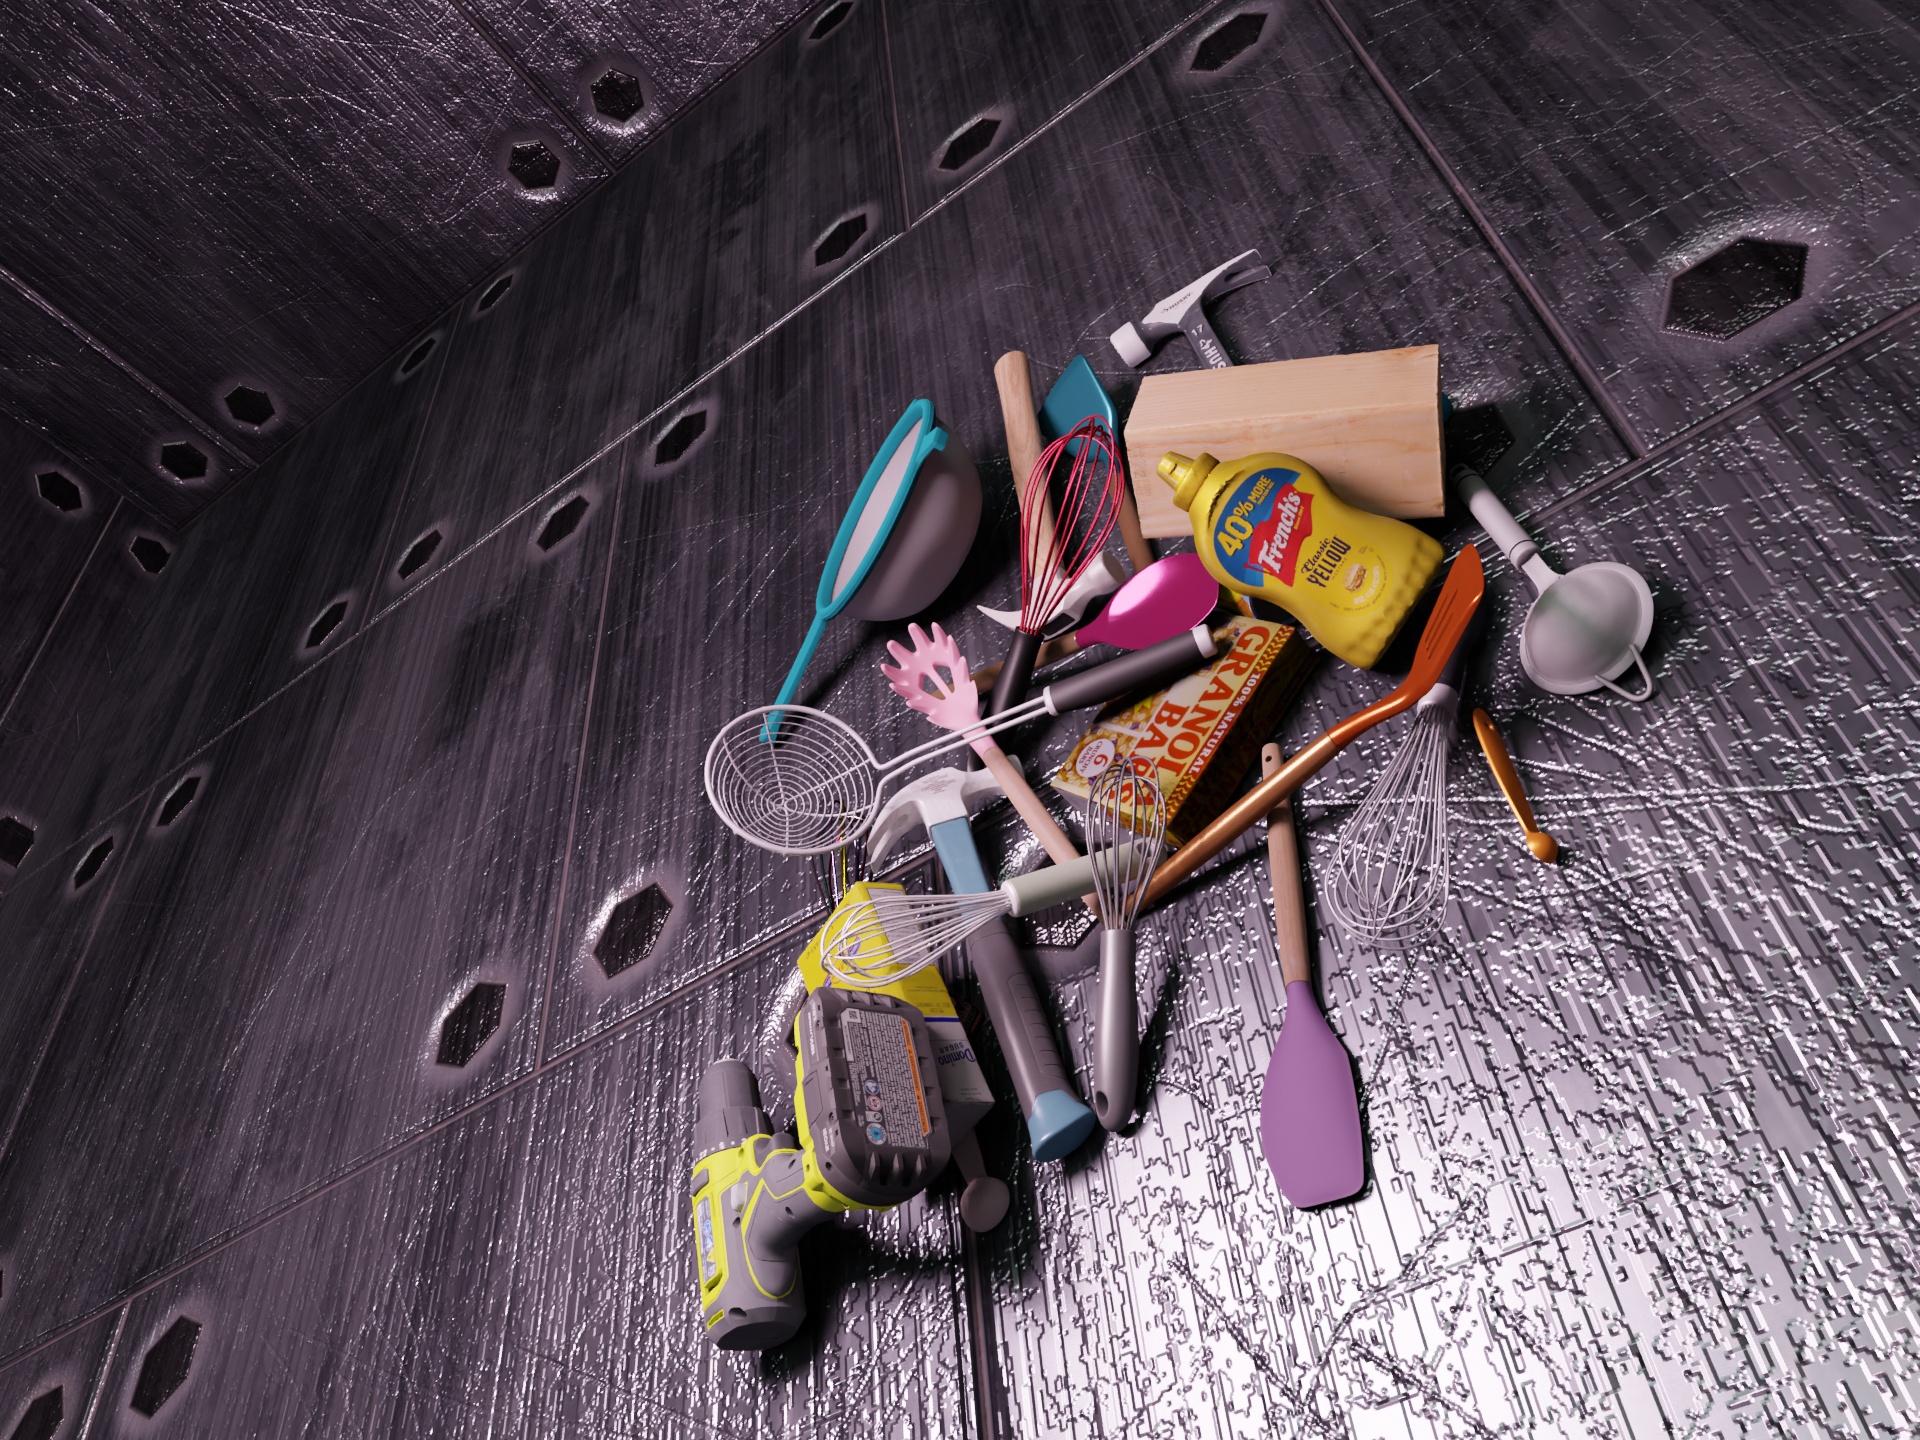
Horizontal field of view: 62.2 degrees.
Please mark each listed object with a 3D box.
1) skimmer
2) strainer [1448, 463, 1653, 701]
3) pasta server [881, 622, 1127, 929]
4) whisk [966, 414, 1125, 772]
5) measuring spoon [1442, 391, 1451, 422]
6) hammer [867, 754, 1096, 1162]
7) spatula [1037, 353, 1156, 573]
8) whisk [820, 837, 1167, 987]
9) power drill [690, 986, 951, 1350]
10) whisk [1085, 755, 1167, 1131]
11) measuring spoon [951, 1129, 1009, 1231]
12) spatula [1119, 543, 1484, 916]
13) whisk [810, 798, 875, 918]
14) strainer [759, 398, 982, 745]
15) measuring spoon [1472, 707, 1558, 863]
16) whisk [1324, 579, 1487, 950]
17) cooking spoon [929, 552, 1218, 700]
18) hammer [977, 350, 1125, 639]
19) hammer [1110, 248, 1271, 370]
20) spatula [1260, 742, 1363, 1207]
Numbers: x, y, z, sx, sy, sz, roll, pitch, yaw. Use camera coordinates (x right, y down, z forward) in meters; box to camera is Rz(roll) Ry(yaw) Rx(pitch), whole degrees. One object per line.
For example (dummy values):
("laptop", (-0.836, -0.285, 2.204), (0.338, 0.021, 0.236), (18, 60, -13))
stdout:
("skimmer", (-0.002, -0.004, 1.113), (0.363, 0.090, 0.127), (-22, 56, 15))
("strainer", (0.357, -0.099, 1.001), (0.087, 0.050, 0.259), (-48, 29, 23))
("pasta server", (0.031, 0.038, 1.144), (0.060, 0.040, 0.317), (-39, 49, 3))
("whisk", (0.058, -0.085, 1.189), (0.073, 0.073, 0.295), (39, 115, 54))
("measuring spoon", (0.294, -0.215, 1.159), (0.128, 0.021, 0.042), (-21, 44, 6))
("hammer", (0.023, 0.151, 1.076), (0.128, 0.033, 0.331), (-15, 43, -6))
("spatula", (0.124, -0.186, 1.316), (0.082, 0.044, 0.318), (-54, 30, 33))
("whisk", (0.025, 0.118, 1.025), (0.246, 0.059, 0.058), (-15, 56, -19))
("power drill", (-0.105, 0.267, 1.011), (0.228, 0.080, 0.191), (-50, 40, 37))
("whisk", (0.102, 0.134, 0.993), (0.055, 0.055, 0.239), (-12, 65, 38))
("measuring spoon", (0.000, 0.273, 1.018), (0.034, 0.018, 0.124), (-40, 35, 9))
("spatula", (0.207, 0.020, 0.980), (0.322, 0.041, 0.081), (-44, 11, 27))
("whisk", (-0.086, 0.161, 1.202), (0.047, 0.051, 0.245), (-47, 34, 37))
("strainer", (-0.069, -0.113, 1.413), (0.340, 0.095, 0.211), (-63, 15, 13))
("measuring spoon", (0.319, 0.034, 0.916), (0.011, 0.021, 0.117), (-49, 34, 35))
("whisk", (0.282, 0.015, 0.957), (0.070, 0.070, 0.285), (-7, 46, 42))
("cooking spoon", (0.075, -0.055, 1.215), (0.319, 0.017, 0.069), (-22, 57, 45))
("hammer", (0.060, -0.202, 1.367), (0.130, 0.031, 0.332), (-35, 43, 30))
("hammer", (0.233, -0.253, 1.279), (0.149, 0.036, 0.409), (-33, 38, 16))
("spatula", (0.197, 0.138, 0.950), (0.060, 0.018, 0.316), (-25, 42, 29))
